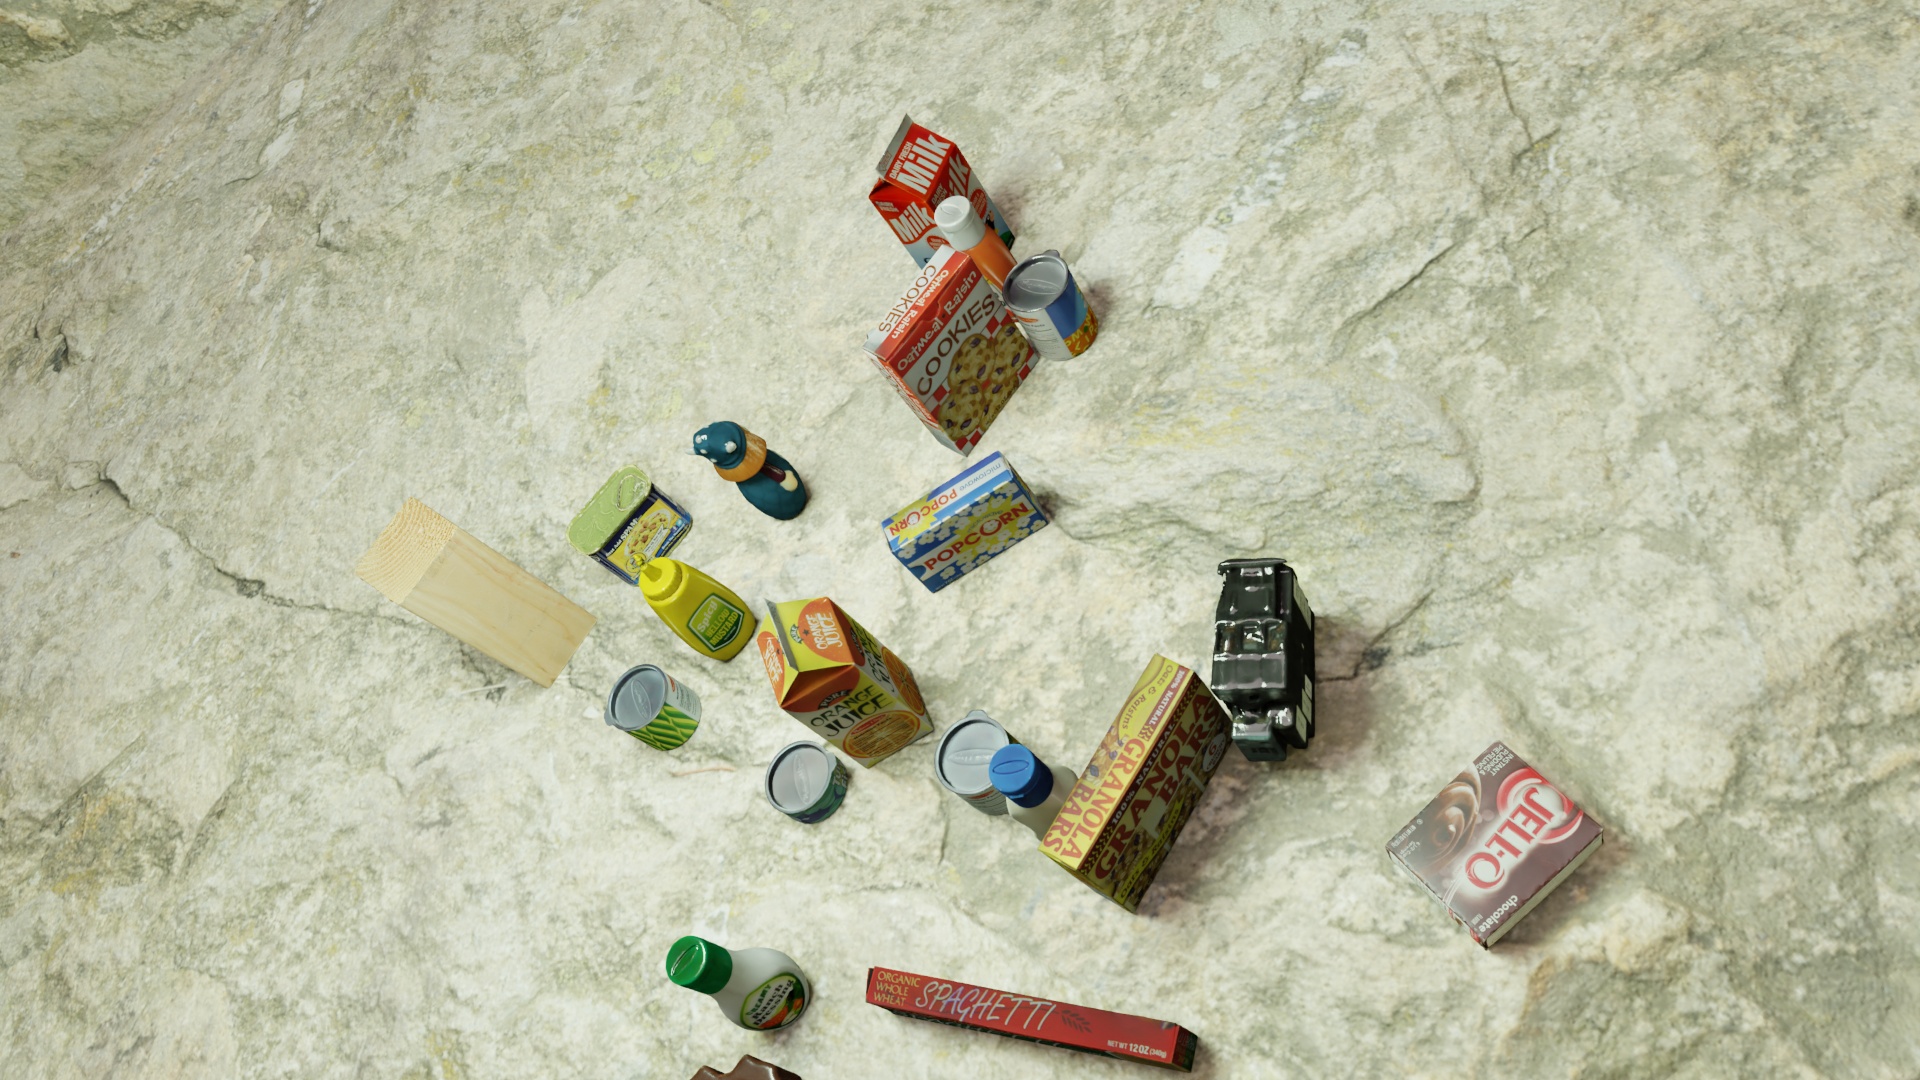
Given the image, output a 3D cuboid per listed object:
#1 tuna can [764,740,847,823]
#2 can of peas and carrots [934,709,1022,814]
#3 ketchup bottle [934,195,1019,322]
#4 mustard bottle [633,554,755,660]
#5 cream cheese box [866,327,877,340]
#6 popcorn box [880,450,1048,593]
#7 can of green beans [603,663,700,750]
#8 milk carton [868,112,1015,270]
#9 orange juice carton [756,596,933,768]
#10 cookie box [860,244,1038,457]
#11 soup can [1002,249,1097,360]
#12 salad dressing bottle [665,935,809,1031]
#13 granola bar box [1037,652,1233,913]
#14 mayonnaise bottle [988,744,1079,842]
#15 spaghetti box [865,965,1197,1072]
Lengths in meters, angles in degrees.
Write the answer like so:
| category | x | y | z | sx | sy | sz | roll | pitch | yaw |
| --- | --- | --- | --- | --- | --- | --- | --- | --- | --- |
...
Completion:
| category | x | y | z | sx | sy | sz | roll | pitch | yaw |
| --- | --- | --- | --- | --- | --- | --- | --- | --- | --- |
| tuna can | -0.131 | 0.208 | 1.203 | 0.071 | 0.032 | 0.071 | -13 | 57 | 21 |
| can of peas and carrots | 0.021 | 0.180 | 1.125 | 0.071 | 0.058 | 0.071 | -13 | 58 | 21 |
| ketchup bottle | 0.023 | -0.270 | 1.331 | 0.065 | 0.148 | 0.043 | 28 | 78 | 36 |
| mustard bottle | -0.251 | 0.055 | 1.275 | 0.049 | 0.160 | 0.065 | 29 | 79 | 36 |
| cream cheese box | -0.036 | -0.206 | 1.384 | 0.103 | 0.053 | 0.024 | -23 | 54 | 14 |
| popcorn box | 0.004 | -0.015 | 1.231 | 0.126 | 0.085 | 0.038 | -31 | 53 | 8 |
| can of green beans | -0.286 | 0.157 | 1.298 | 0.071 | 0.057 | 0.071 | -13 | 58 | 21 |
| milk carton | -0.025 | -0.329 | 1.363 | 0.073 | 0.190 | 0.072 | 13 | 69 | 33 |
| orange juice carton | -0.103 | 0.112 | 1.144 | 0.073 | 0.192 | 0.072 | -32 | 53 | 8 |
| cookie box | -0.005 | -0.171 | 1.275 | 0.040 | 0.167 | 0.123 | 30 | 79 | 37 |
| soup can | 0.087 | -0.221 | 1.310 | 0.071 | 0.083 | 0.071 | -13 | 58 | 21 |
| salad dressing bottle | -0.172 | 0.340 | 1.075 | 0.044 | 0.147 | 0.064 | 36 | 83 | 37 |
| granola bar box | 0.136 | 0.181 | 1.024 | 0.039 | 0.124 | 0.166 | 24 | 75 | 35 |
| mayonnaise bottle | 0.066 | 0.193 | 1.038 | 0.064 | 0.147 | 0.041 | -14 | 57 | 20 |
| spaghetti box | 0.046 | 0.350 | 1.018 | 0.250 | 0.050 | 0.029 | 1 | 63 | 28 |
